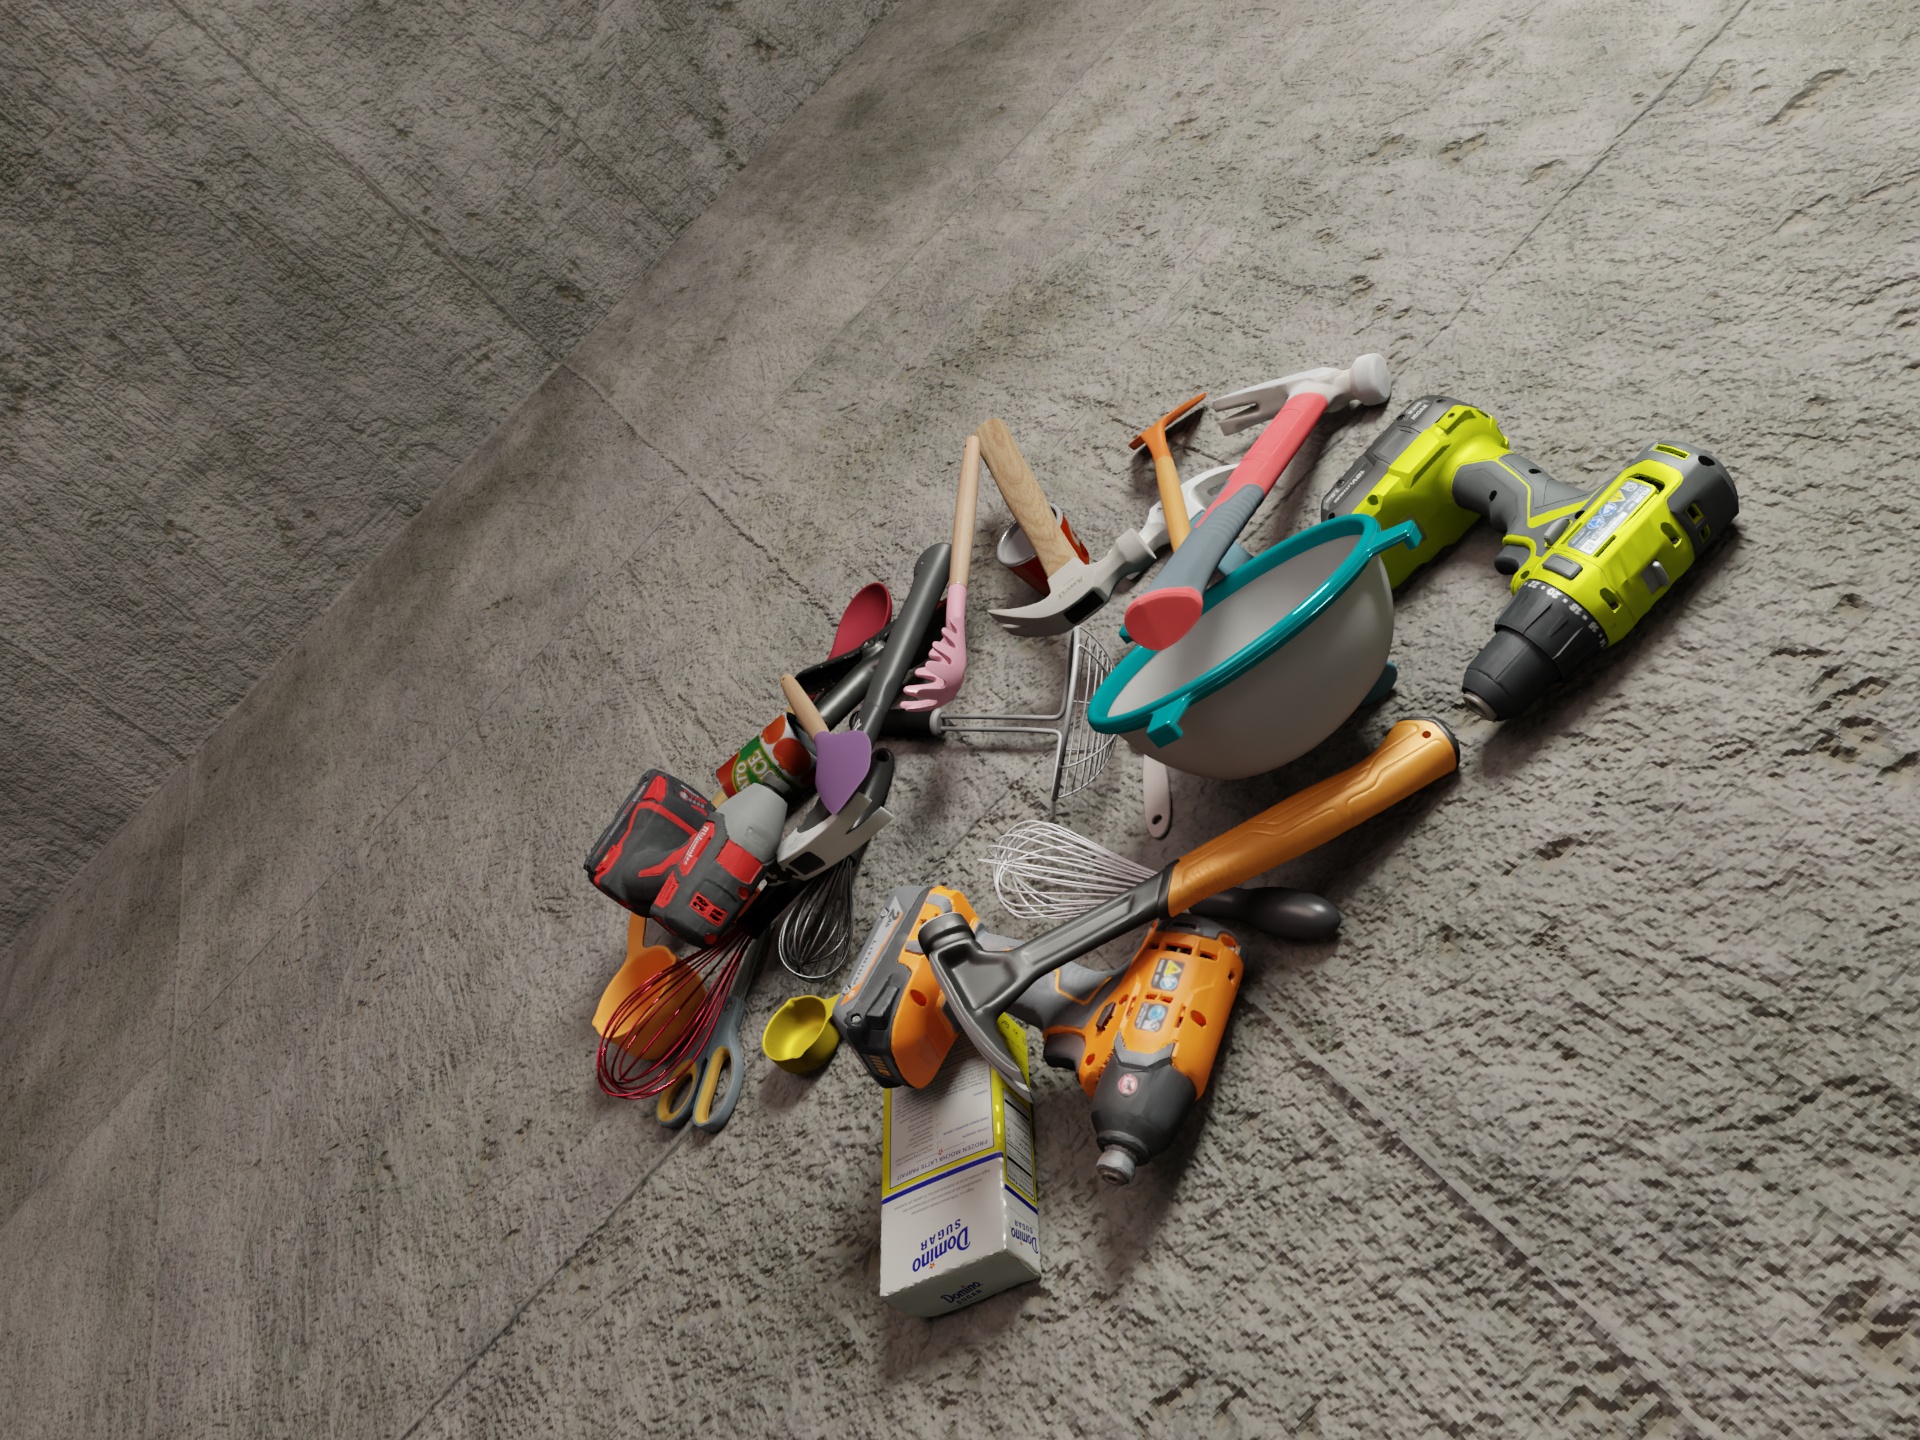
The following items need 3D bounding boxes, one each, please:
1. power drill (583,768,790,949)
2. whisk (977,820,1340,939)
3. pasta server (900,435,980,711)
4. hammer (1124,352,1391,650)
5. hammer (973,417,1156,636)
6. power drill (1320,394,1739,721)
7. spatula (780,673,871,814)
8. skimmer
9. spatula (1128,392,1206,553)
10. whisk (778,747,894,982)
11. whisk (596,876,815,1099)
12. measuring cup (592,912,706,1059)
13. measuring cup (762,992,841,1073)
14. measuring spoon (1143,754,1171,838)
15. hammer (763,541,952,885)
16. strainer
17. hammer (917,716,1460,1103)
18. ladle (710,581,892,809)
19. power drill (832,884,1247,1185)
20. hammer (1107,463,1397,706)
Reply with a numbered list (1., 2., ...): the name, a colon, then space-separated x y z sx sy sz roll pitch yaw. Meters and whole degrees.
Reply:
1. power drill: -0.215 0.102 1.282 0.143 0.078 0.220 -58 25 -15
2. whisk: 0.121 0.108 1.023 0.285 0.070 0.070 5 58 46
3. pasta server: -0.007 -0.129 1.304 0.060 0.040 0.316 125 158 -46
4. hammer: 0.187 -0.159 1.124 0.143 0.038 0.386 -9 28 36
5. hammer: 0.058 -0.172 1.321 0.130 0.031 0.332 -39 33 12
6. power drill: 0.332 -0.107 0.989 0.190 0.080 0.229 -46 34 0
7. spatula: -0.116 0.006 1.302 0.060 0.018 0.316 -53 22 4
8. skimmer: -0.002 -0.004 1.252 0.363 0.090 0.127 0 80 52
9. spatula: 0.169 -0.186 1.256 0.081 0.041 0.323 -35 27 22
10. whisk: -0.091 0.111 1.276 0.055 0.055 0.239 -20 36 36
11. whisk: -0.183 0.181 1.269 0.073 0.073 0.296 1 43 50
12. measuring cup: -0.259 0.215 1.350 0.095 0.052 0.174 -38 29 13
13. measuring cup: -0.073 0.210 1.169 0.156 0.029 0.062 -29 34 6
14. measuring spoon: 0.133 0.033 1.120 0.034 0.018 0.124 -29 36 26
15. hammer: -0.064 -0.020 1.306 0.146 0.035 0.335 -27 33 48
16. strainer: 0.178 -0.032 1.039 0.211 0.095 0.340 -39 8 -5
17. hammer: 0.146 0.092 0.922 0.337 0.034 0.127 -27 44 -7
18. ladle: -0.164 0.001 1.498 0.315 0.031 0.069 -51 39 -4
19. power drill: 0.042 0.184 0.950 0.226 0.084 0.164 5 50 29
20. hammer: 0.216 -0.097 1.154 0.128 0.033 0.331 -43 32 8
